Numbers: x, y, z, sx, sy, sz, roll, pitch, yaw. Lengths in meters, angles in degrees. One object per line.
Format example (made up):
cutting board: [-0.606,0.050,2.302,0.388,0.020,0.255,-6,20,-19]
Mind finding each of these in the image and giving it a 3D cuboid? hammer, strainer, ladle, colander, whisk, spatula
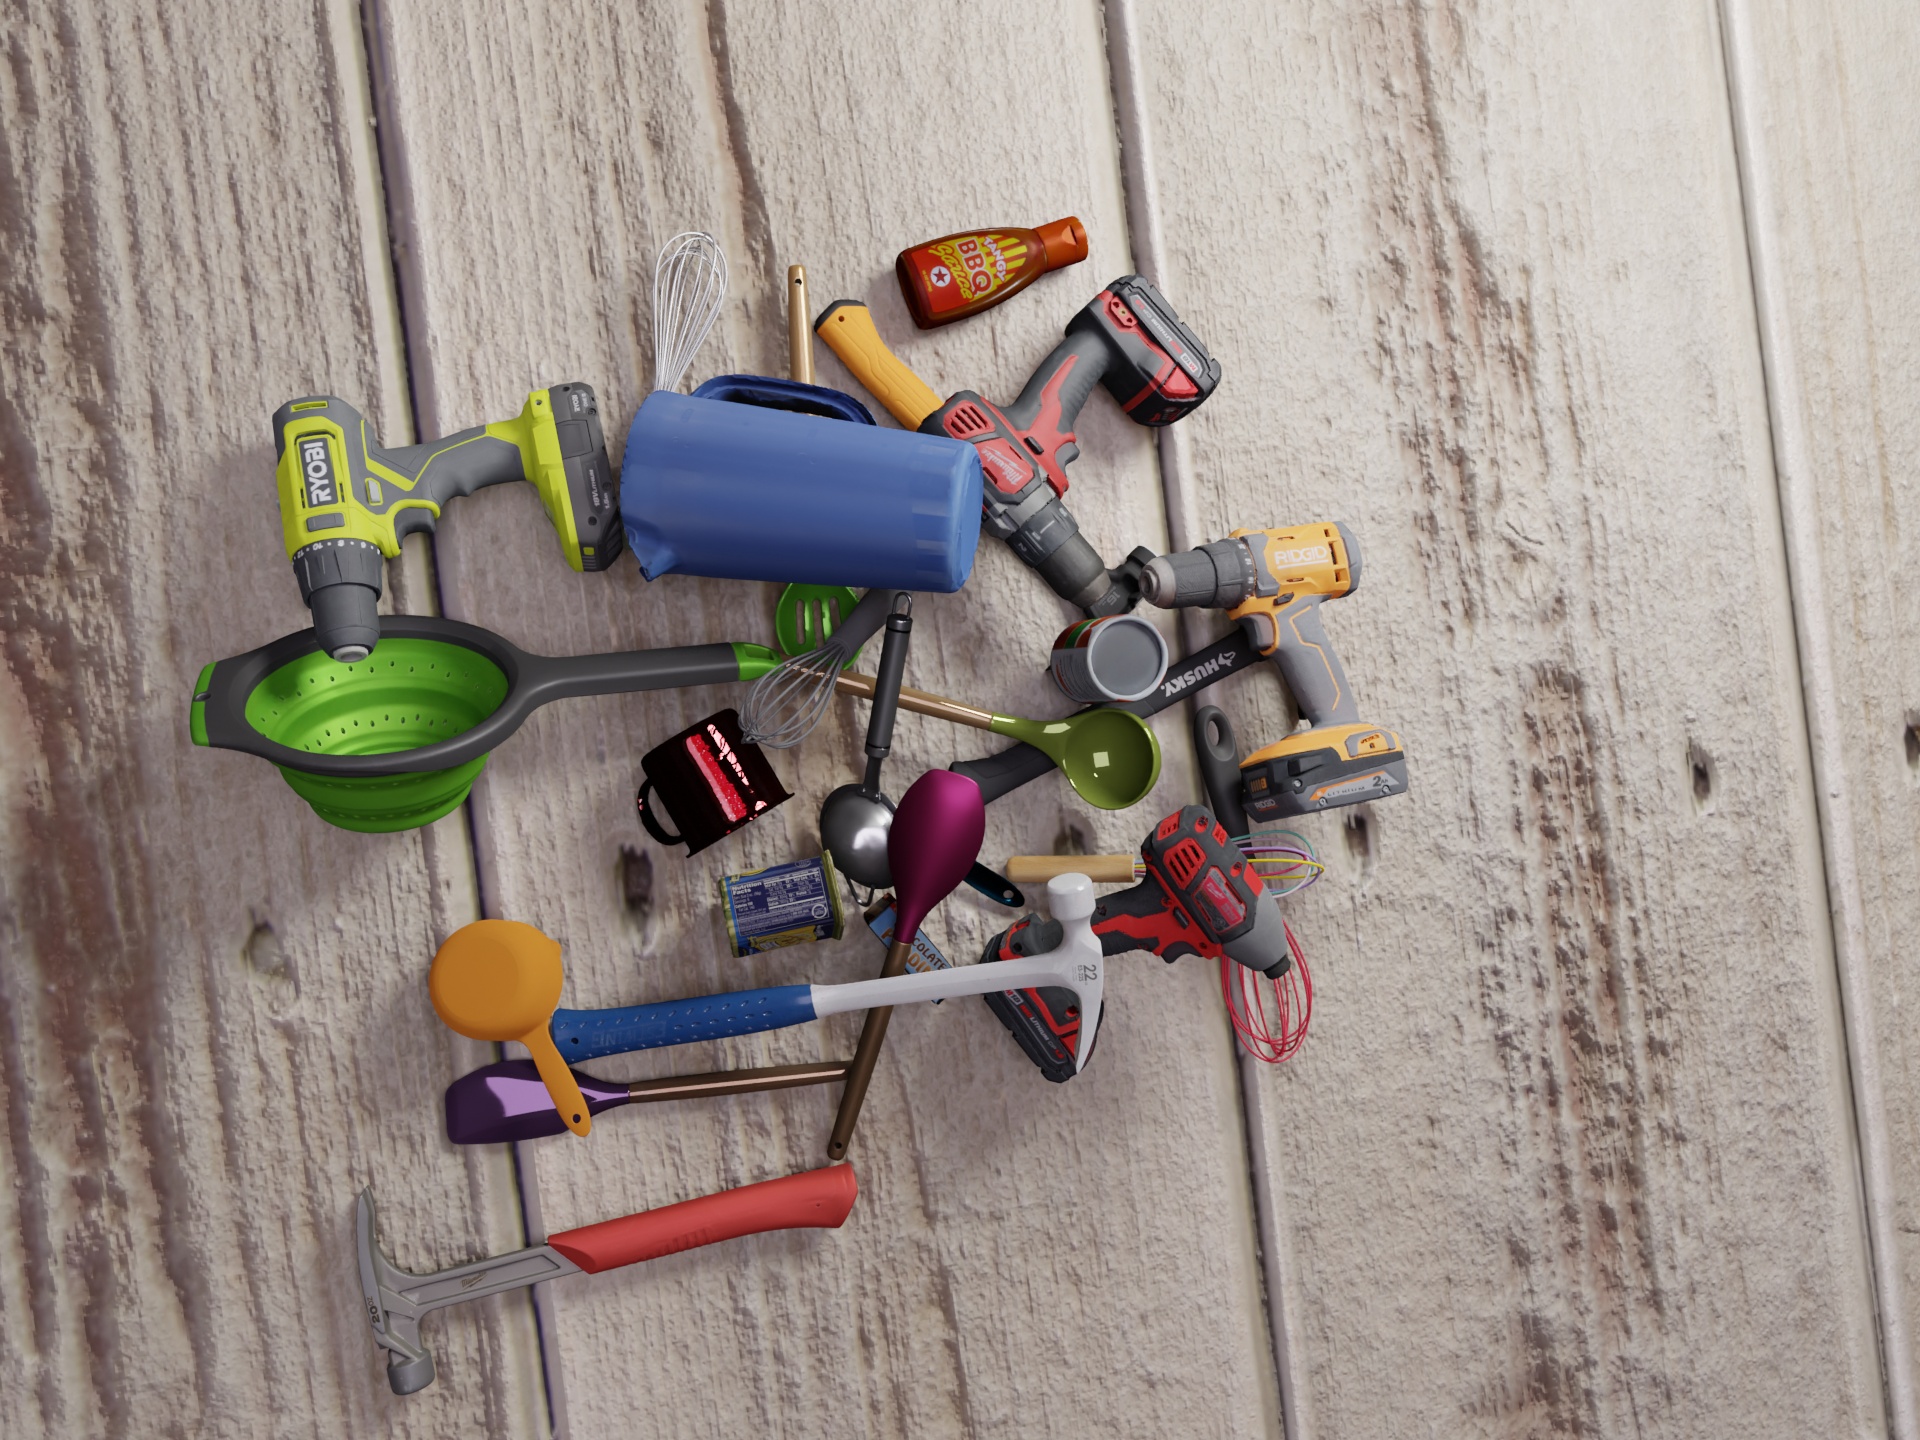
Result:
hammer: [-0.095,0.210,1.164,0.405,0.035,0.144,-9,104,4]
strainer: [-0.065,0.028,1.180,0.087,0.050,0.258,20,110,27]
ladle: [-0.002,-0.004,1.200,0.320,0.062,0.078,15,101,-8]
colander: [-0.322,0.005,1.128,0.397,0.205,0.094,-6,123,-17]
whisk: [0.227,0.132,1.266,0.073,0.073,0.296,-14,96,-12]
hammer: [0.137,-0.005,1.274,0.335,0.035,0.146,-27,94,-11]
hammer: [-0.255,0.378,1.181,0.359,0.037,0.149,-11,91,-12]
whisk: [-0.222,-0.248,1.196,0.057,0.059,0.246,13,90,-39]
spatula: [-0.224,0.276,1.199,0.316,0.018,0.060,-3,87,-11]
whisk: [0.156,0.112,1.228,0.245,0.047,0.051,-1,98,13]
whisk: [-0.089,-0.055,1.170,0.055,0.055,0.239,46,48,-8]
hammer: [0.007,-0.193,1.250,0.337,0.034,0.127,45,80,-8]

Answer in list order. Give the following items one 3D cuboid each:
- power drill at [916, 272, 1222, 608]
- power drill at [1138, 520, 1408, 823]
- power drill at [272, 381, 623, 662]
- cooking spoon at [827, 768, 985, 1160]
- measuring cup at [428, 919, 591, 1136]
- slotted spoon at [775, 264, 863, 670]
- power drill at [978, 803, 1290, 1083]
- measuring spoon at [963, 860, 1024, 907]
power drill: [0.098,-0.213,1.223,0.227,0.080,0.188,-43,95,-21]
power drill: [0.240,-0.039,1.226,0.185,0.084,0.226,-9,82,-23]
power drill: [-0.361,-0.147,1.128,0.228,0.080,0.191,-11,73,-12]
cooking spoon: [-0.050,0.187,1.189,0.069,0.017,0.319,18,102,2]
measuring cup: [-0.315,0.221,1.134,0.095,0.052,0.174,-33,76,-1]
slotted spoon: [-0.115,-0.190,1.219,0.070,0.031,0.314,-4,92,-13]
power drill: [0.133,0.173,1.196,0.219,0.078,0.143,-35,97,21]
measuring spoon: [-0.002,0.108,1.250,0.128,0.021,0.042,34,109,-15]
